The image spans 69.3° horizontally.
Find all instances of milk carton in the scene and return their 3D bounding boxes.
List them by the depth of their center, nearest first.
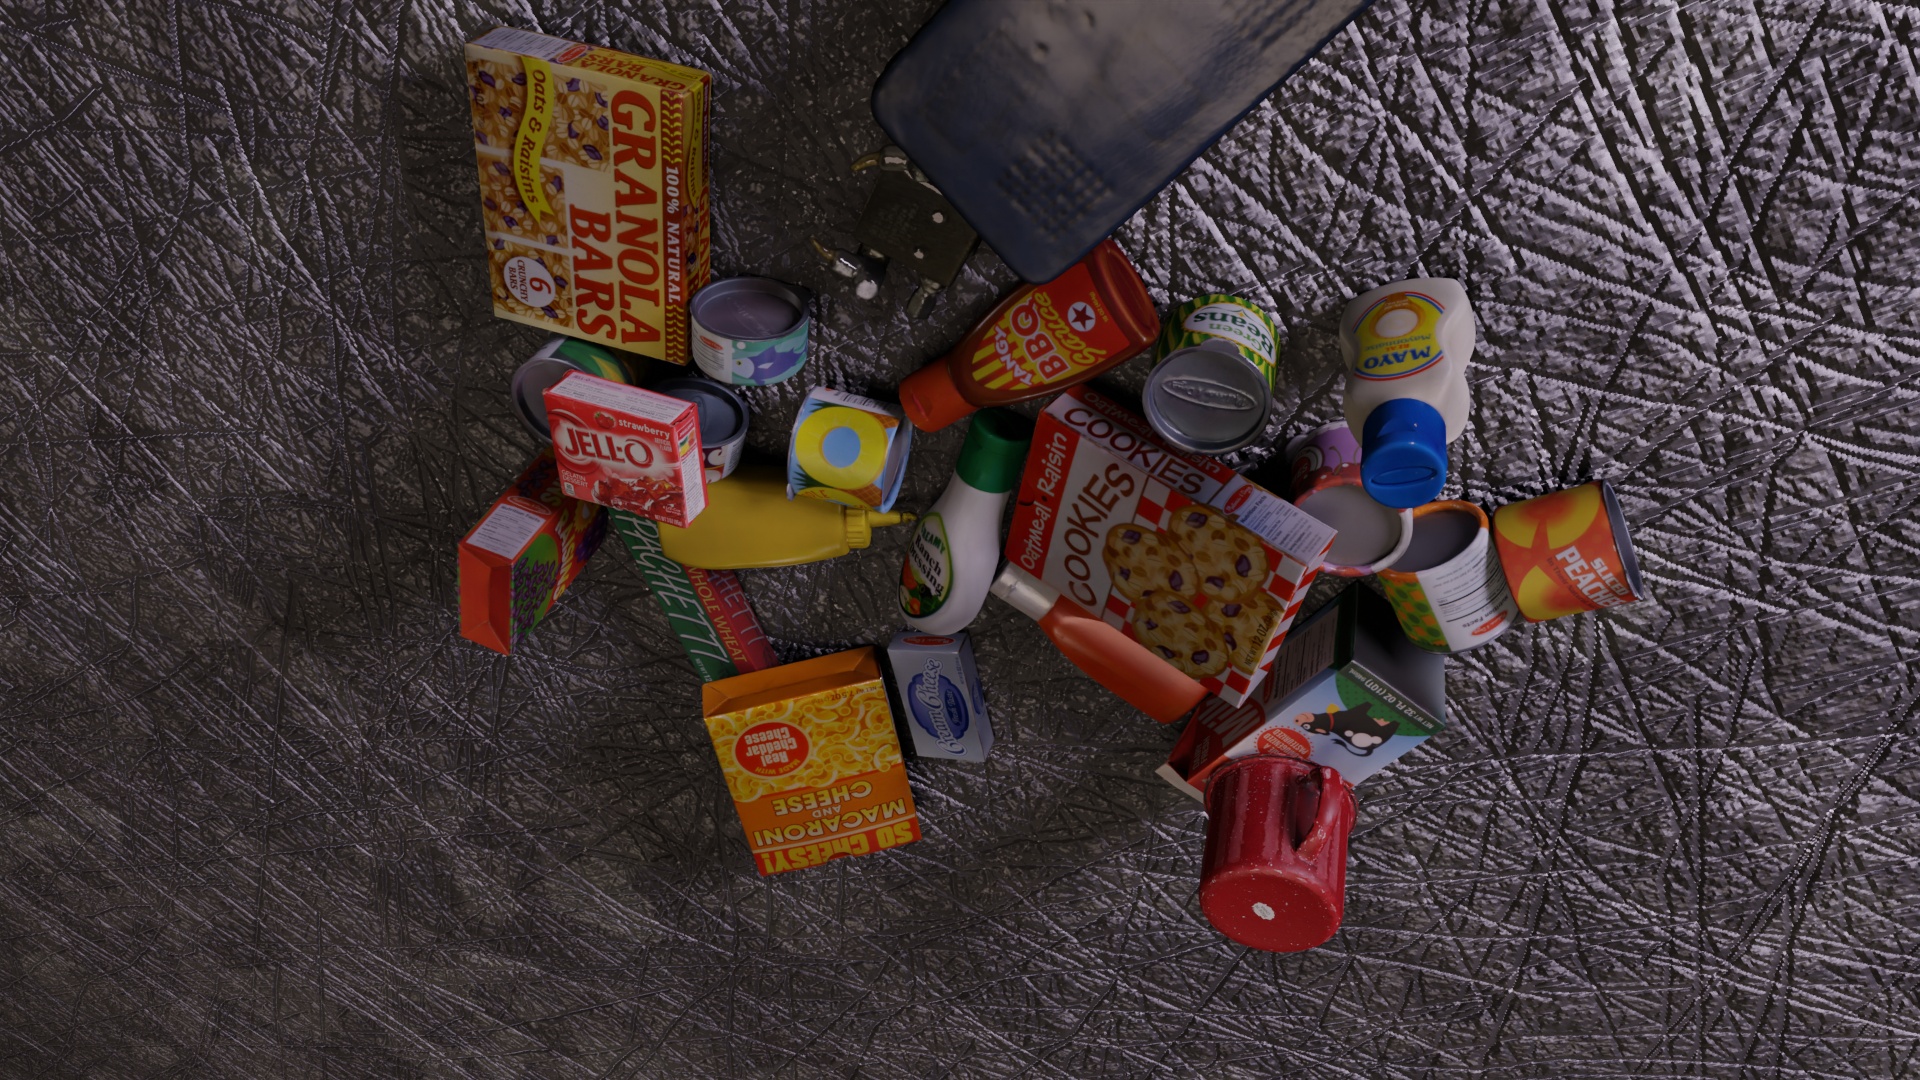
[{"bbox_3d":[0.205,0.117,0.860,0.072,0.074,0.189,35,130,-10],"label":"milk carton"}]

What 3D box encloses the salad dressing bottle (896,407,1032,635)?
[{"bbox_3d":[0.003,-0.011,0.839,0.044,0.064,0.146,-3,130,-32],"label":"salad dressing bottle"}]

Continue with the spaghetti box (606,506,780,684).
[{"bbox_3d":[-0.174,0.051,0.963,0.050,0.029,0.249,-7,125,22],"label":"spaghetti box"}]

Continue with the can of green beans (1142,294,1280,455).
[{"bbox_3d":[0.133,-0.088,0.730,0.071,0.058,0.071,9,130,12],"label":"can of green beans"}]

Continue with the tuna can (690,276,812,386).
[{"bbox_3d":[-0.117,-0.119,0.786,0.071,0.071,0.032,15,131,7],"label":"tuna can"}]

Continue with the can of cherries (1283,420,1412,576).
[{"bbox_3d":[0.209,-0.023,0.756,0.071,0.059,0.071,9,130,11],"label":"can of cherries"}]

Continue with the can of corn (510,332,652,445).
[{"bbox_3d":[-0.227,-0.095,0.845,0.071,0.058,0.070,9,129,11],"label":"can of corn"}]

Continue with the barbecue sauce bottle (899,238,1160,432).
[{"bbox_3d":[0.032,-0.104,0.759,0.148,0.044,0.065,-25,99,33],"label":"barbecue sauce bottle"}]

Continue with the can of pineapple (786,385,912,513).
[{"bbox_3d":[-0.065,-0.051,0.819,0.058,0.071,0.070,13,130,8],"label":"can of pineapple"}]

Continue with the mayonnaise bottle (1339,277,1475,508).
[{"bbox_3d":[0.210,-0.072,0.656,0.064,0.149,0.041,-9,124,24],"label":"mayonnaise bottle"}]

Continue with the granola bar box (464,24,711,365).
[{"bbox_3d":[-0.203,-0.190,0.774,0.124,0.039,0.164,15,130,7],"label":"granola bar box"}]

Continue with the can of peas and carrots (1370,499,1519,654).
[{"bbox_3d":[0.266,0.019,0.768,0.071,0.071,0.058,-18,119,29],"label":"can of peas and carrots"}]

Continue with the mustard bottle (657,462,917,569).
[{"bbox_3d":[-0.106,-0.015,0.868,0.160,0.049,0.065,2,112,3],"label":"mustard bottle"}]

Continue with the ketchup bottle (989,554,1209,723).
[{"bbox_3d":[0.087,0.055,0.869,0.149,0.044,0.064,33,129,-8],"label":"ketchup bottle"}]

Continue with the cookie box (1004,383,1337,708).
[{"bbox_3d":[0.110,0.003,0.778,0.168,0.040,0.122,33,140,19],"label":"cookie box"}]

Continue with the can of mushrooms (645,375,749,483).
[{"bbox_3d":[-0.166,-0.067,0.841,0.071,0.071,0.033,21,132,2],"label":"can of mushrooms"}]

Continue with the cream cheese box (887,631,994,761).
[{"bbox_3d":[-0.013,0.107,0.957,0.053,0.024,0.103,1,127,20],"label":"cream cheese box"}]

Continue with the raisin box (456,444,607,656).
[{"bbox_3d":[-0.272,0.000,0.893,0.040,0.124,0.085,20,131,4],"label":"raisin box"}]

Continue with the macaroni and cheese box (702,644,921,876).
[{"bbox_3d":[-0.103,0.161,0.990,0.124,0.040,0.165,-13,126,-3],"label":"macaroni and cheese box"}]

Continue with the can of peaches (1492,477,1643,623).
[{"bbox_3d":[0.321,0.008,0.735,0.058,0.071,0.071,-17,120,30],"label":"can of peaches"}]
